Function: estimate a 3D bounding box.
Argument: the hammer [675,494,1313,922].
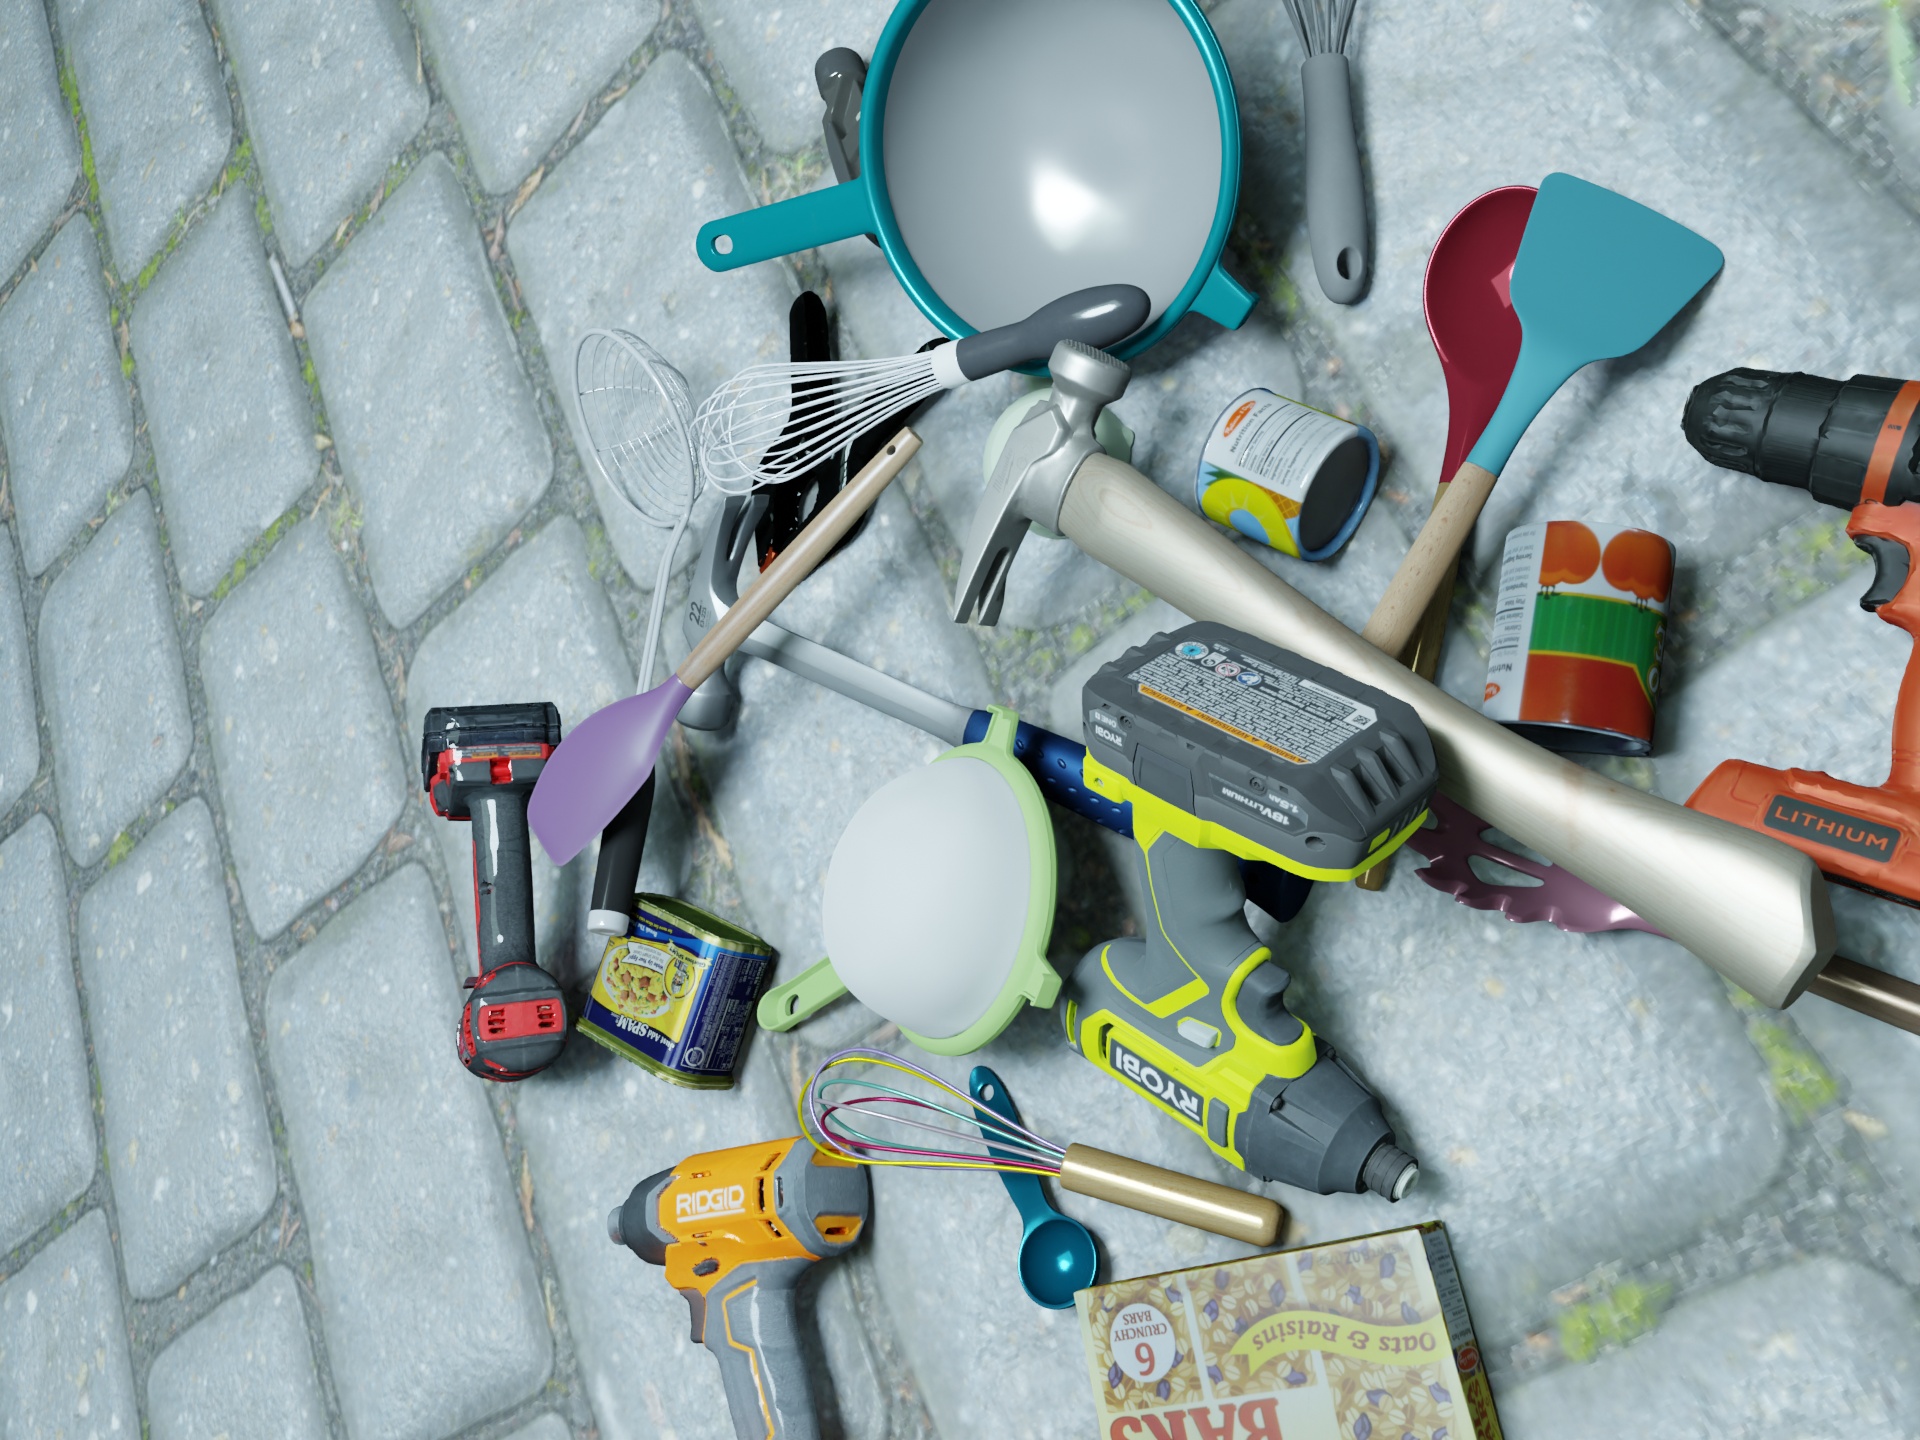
[{"bbox_3d":[-0.001,-0.003,0.821,0.406,0.035,0.144,24,113,34],"label":"hammer"}]

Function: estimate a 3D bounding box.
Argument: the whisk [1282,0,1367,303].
[{"bbox_3d":[0.180,-0.317,0.775,0.055,0.055,0.239,-7,80,34],"label":"whisk"}]

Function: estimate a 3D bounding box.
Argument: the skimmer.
[{"bbox_3d":[-0.211,-0.058,0.938,0.127,0.090,0.363,-32,49,58],"label":"skimmer"}]

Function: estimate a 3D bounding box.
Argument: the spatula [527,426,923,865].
[{"bbox_3d":[-0.132,-0.041,0.856,0.316,0.018,0.060,-44,66,16],"label":"spatula"}]

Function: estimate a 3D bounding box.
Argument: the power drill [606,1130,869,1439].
[{"bbox_3d":[-0.121,0.338,0.822,0.164,0.084,0.227,-18,66,32],"label":"power drill"}]

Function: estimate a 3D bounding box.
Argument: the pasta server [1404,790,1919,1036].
[{"bbox_3d":[0.316,0.091,0.590,0.316,0.040,0.060,23,82,35],"label":"pasta server"}]

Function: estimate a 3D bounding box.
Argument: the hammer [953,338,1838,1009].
[{"bbox_3d":[0.152,-0.013,0.655,0.411,0.038,0.146,40,115,36],"label":"hammer"}]

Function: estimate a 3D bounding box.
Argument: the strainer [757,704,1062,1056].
[{"bbox_3d":[-0.054,0.104,0.789,0.256,0.069,0.152,-38,50,43],"label":"strainer"}]

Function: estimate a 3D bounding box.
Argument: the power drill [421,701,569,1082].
[{"bbox_3d":[-0.280,0.109,0.967,0.143,0.078,0.220,139,125,-64],"label":"power drill"}]

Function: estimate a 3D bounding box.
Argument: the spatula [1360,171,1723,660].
[{"bbox_3d":[0.211,-0.082,0.681,0.082,0.044,0.317,30,98,10],"label":"spatula"}]

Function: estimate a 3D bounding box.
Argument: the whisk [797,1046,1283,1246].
[{"bbox_3d":[0.030,0.207,0.748,0.245,0.047,0.051,9,120,25],"label":"whisk"}]

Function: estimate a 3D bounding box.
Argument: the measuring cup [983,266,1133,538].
[{"bbox_3d":[0.037,-0.178,0.846,0.083,0.038,0.168,-25,68,29],"label":"measuring cup"}]

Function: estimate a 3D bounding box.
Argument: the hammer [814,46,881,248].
[{"bbox_3d":[0.068,-0.410,0.877,0.359,0.036,0.149,-30,64,27],"label":"hammer"}]

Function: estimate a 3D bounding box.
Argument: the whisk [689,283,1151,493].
[{"bbox_3d":[-0.029,-0.177,0.824,0.284,0.070,0.070,-11,74,32],"label":"whisk"}]

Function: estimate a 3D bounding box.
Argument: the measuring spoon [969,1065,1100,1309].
[{"bbox_3d":[0.035,0.226,0.777,0.042,0.021,0.129,-37,52,15],"label":"measuring spoon"}]

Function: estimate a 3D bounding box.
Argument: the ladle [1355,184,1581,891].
[{"bbox_3d":[0.215,-0.079,0.706,0.069,0.031,0.315,13,89,26],"label":"ladle"}]

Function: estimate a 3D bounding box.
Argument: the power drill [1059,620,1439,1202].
[{"bbox_3d":[0.119,0.087,0.649,0.171,0.080,0.223,28,135,38],"label":"power drill"}]

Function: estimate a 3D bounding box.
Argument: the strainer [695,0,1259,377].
[{"bbox_3d":[0.008,-0.286,0.841,0.340,0.095,0.211,-1,111,37],"label":"strainer"}]
